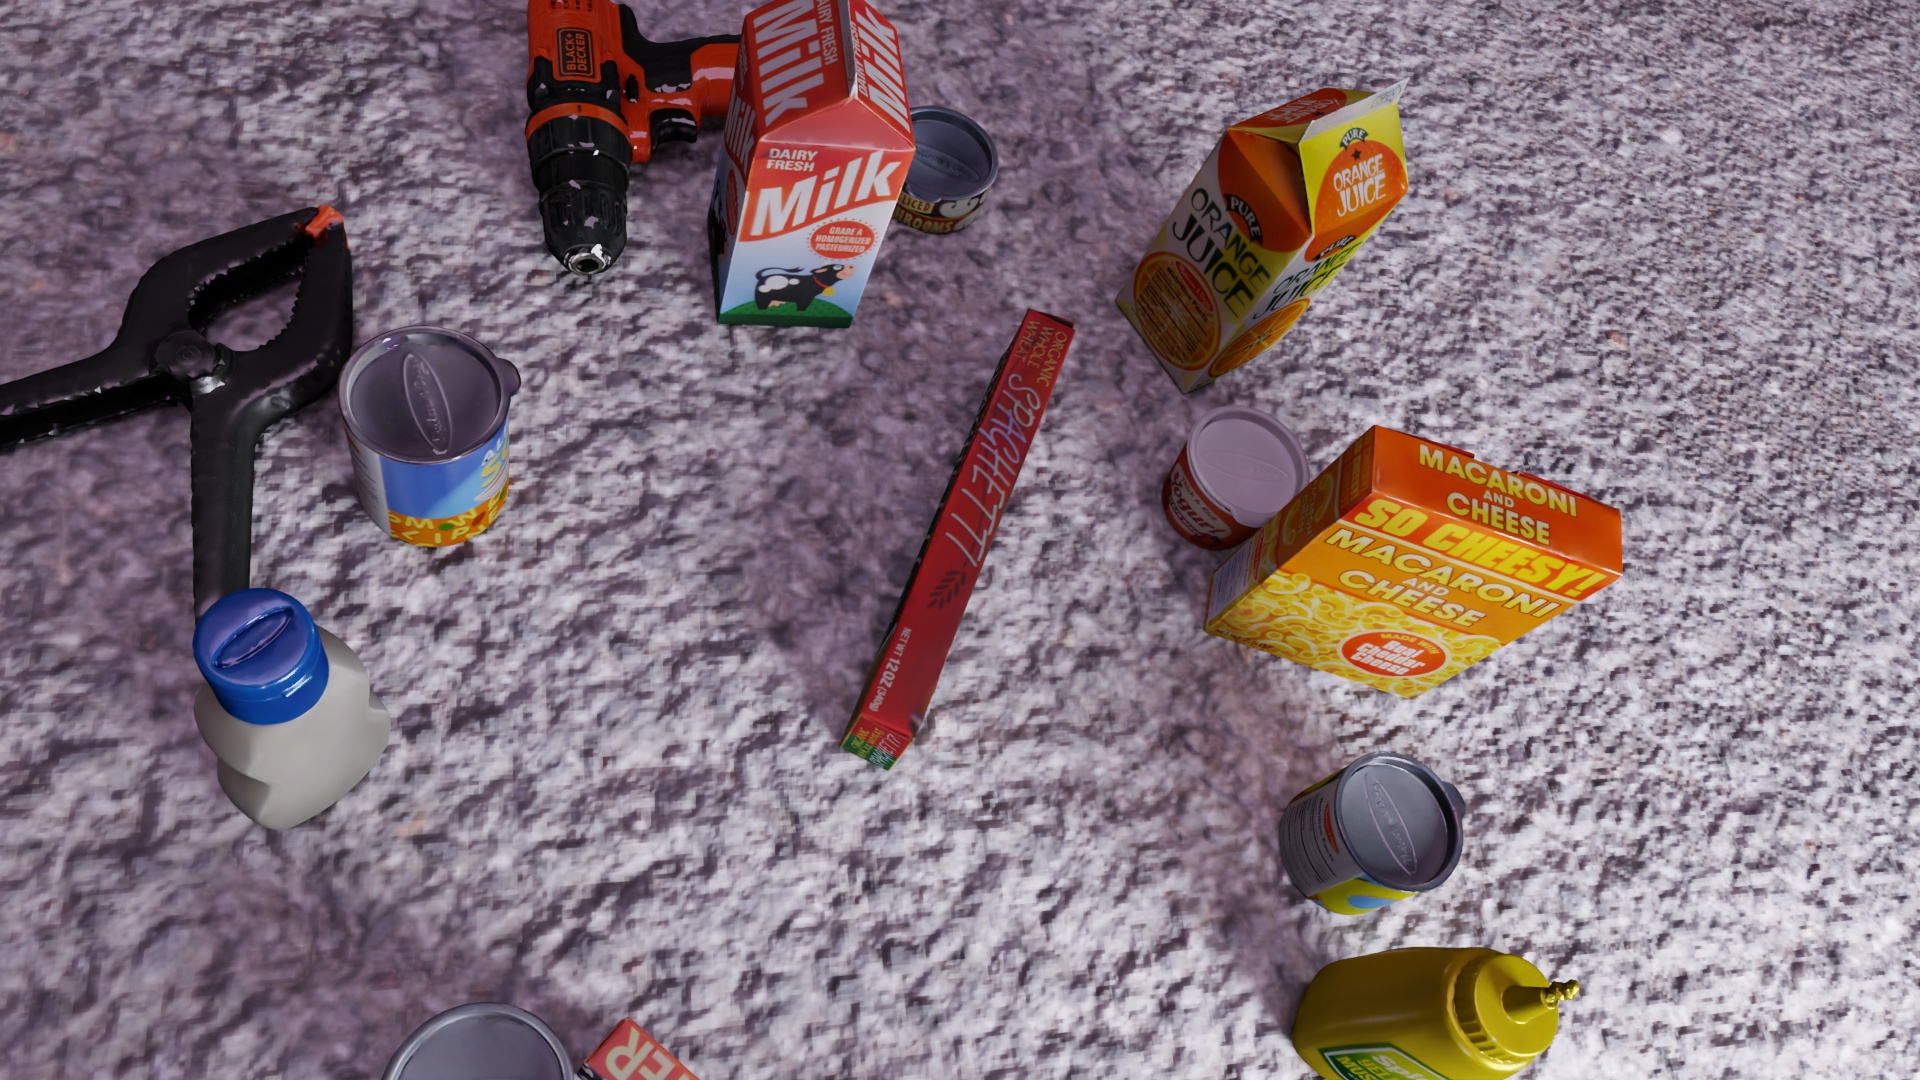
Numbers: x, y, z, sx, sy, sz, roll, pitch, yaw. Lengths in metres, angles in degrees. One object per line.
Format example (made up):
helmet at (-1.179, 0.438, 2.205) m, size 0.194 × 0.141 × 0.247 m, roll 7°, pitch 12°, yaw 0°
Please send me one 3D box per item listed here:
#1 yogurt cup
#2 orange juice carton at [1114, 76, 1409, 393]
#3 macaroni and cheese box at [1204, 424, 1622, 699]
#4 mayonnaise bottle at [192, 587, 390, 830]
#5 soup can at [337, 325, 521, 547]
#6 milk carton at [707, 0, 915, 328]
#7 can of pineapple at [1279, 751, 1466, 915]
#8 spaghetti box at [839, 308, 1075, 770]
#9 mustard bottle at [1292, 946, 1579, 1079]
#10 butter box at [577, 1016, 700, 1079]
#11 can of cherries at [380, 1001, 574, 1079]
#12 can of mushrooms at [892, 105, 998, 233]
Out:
yogurt cup at (0.141, -0.030, 0.731) m, size 0.072 × 0.053 × 0.072 m, roll 7°, pitch 63°, yaw -14°
orange juice carton at (0.160, -0.164, 0.724) m, size 0.072 × 0.191 × 0.073 m, roll -28°, pitch 76°, yaw -27°
macaroni and cheese box at (0.208, 0.016, 0.665) m, size 0.124 × 0.165 × 0.040 m, roll 18°, pitch 61°, yaw -8°
mayonnaise bottle at (-0.247, 0.061, 0.509) m, size 0.041 × 0.147 × 0.065 m, roll 42°, pitch 60°, yaw 5°
soup can at (-0.228, -0.044, 0.605) m, size 0.071 × 0.083 × 0.071 m, roll 7°, pitch 63°, yaw -14°
milk carton at (-0.072, -0.182, 0.661) m, size 0.073 × 0.189 × 0.072 m, roll -1°, pitch 65°, yaw -18°
can of pineapple at (0.196, 0.140, 0.662) m, size 0.071 × 0.057 × 0.071 m, roll 7°, pitch 63°, yaw -14°
spaghetti box at (0.002, -0.009, 0.679) m, size 0.029 × 0.050 × 0.251 m, roll 25°, pitch 60°, yaw -5°
mustard bottle at (0.198, 0.198, 0.575) m, size 0.065 × 0.159 × 0.049 m, roll 29°, pitch 60°, yaw -2°
butter box at (-0.099, 0.226, 0.528) m, size 0.103 × 0.053 × 0.024 m, roll 40°, pitch 60°, yaw 5°
can of cherries at (-0.177, 0.210, 0.509) m, size 0.071 × 0.058 × 0.072 m, roll 7°, pitch 63°, yaw -14°
can of mushrooms at (-0.015, -0.207, 0.782) m, size 0.071 × 0.033 × 0.071 m, roll 7°, pitch 63°, yaw -14°
